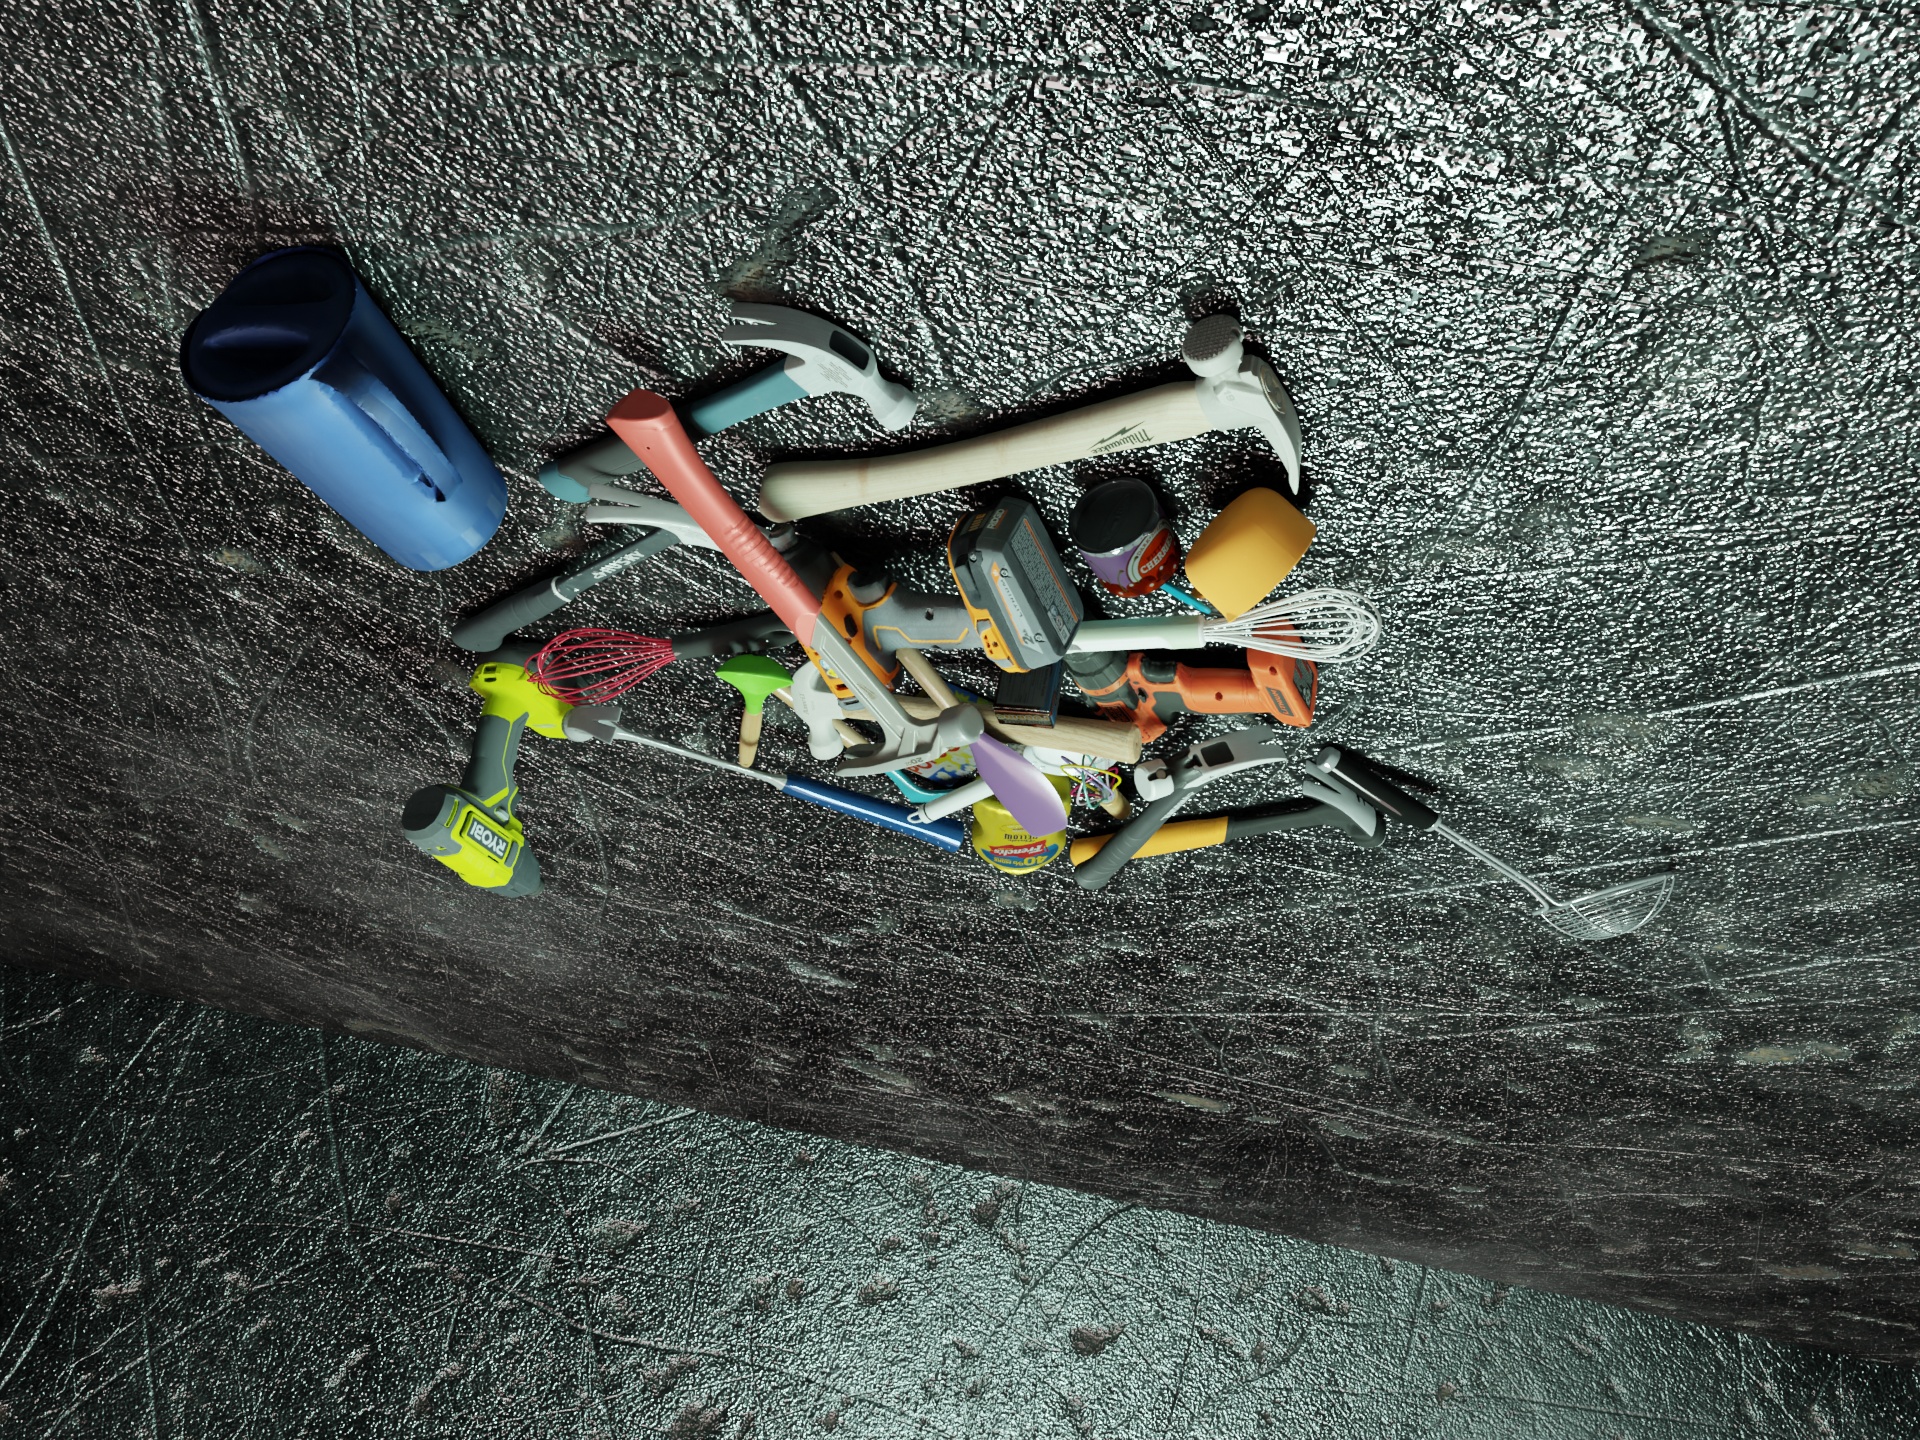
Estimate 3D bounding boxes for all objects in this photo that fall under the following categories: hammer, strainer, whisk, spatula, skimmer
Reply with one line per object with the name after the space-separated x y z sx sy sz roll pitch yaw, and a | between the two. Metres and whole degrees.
0.180 0.091 1.477 0.146 0.035 0.334 -17 162 -21 | hammer
-0.338 -0.118 1.368 0.149 0.036 0.409 16 159 -39 | hammer
-0.002 -0.004 1.380 0.331 0.031 0.129 8 131 26 | hammer
0.048 0.048 1.480 0.258 0.050 0.086 -26 142 31 | strainer
-0.272 -0.063 1.445 0.296 0.073 0.073 -9 146 23 | whisk
-0.093 0.018 1.553 0.317 0.044 0.082 38 145 -31 | spatula
-0.138 -0.094 1.181 0.149 0.037 0.358 -14 127 40 | hammer
0.483 0.098 1.447 0.363 0.090 0.127 31 152 -11 | skimmer
-0.011 -0.019 1.336 0.060 0.018 0.315 -23 115 40 | spatula
0.238 0.108 1.562 0.337 0.034 0.127 -15 143 41 | hammer
0.031 -0.181 1.114 0.411 0.038 0.146 -6 148 33 | hammer
-0.182 0.058 1.550 0.405 0.035 0.144 19 172 -20 | hammer
0.134 0.066 1.460 0.047 0.051 0.244 -20 165 9 | whisk
-0.192 -0.214 1.150 0.331 0.033 0.128 -13 144 40 | hammer
0.189 -0.067 1.195 0.246 0.059 0.057 -2 157 19 | whisk

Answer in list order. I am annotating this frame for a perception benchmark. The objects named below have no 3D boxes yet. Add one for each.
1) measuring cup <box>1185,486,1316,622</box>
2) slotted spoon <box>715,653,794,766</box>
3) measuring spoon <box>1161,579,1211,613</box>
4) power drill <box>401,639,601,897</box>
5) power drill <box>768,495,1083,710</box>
0.186 -0.118 1.140 0.052 0.095 0.173 42 169 -10 | measuring cup
-0.200 -0.005 1.515 0.070 0.031 0.313 7 161 -7 | slotted spoon
0.140 -0.094 1.165 0.042 0.021 0.129 37 -179 -35 | measuring spoon
-0.435 0.051 1.540 0.080 0.223 0.171 -2 149 27 | power drill
-0.038 -0.098 1.219 0.226 0.084 0.164 -10 123 33 | power drill
